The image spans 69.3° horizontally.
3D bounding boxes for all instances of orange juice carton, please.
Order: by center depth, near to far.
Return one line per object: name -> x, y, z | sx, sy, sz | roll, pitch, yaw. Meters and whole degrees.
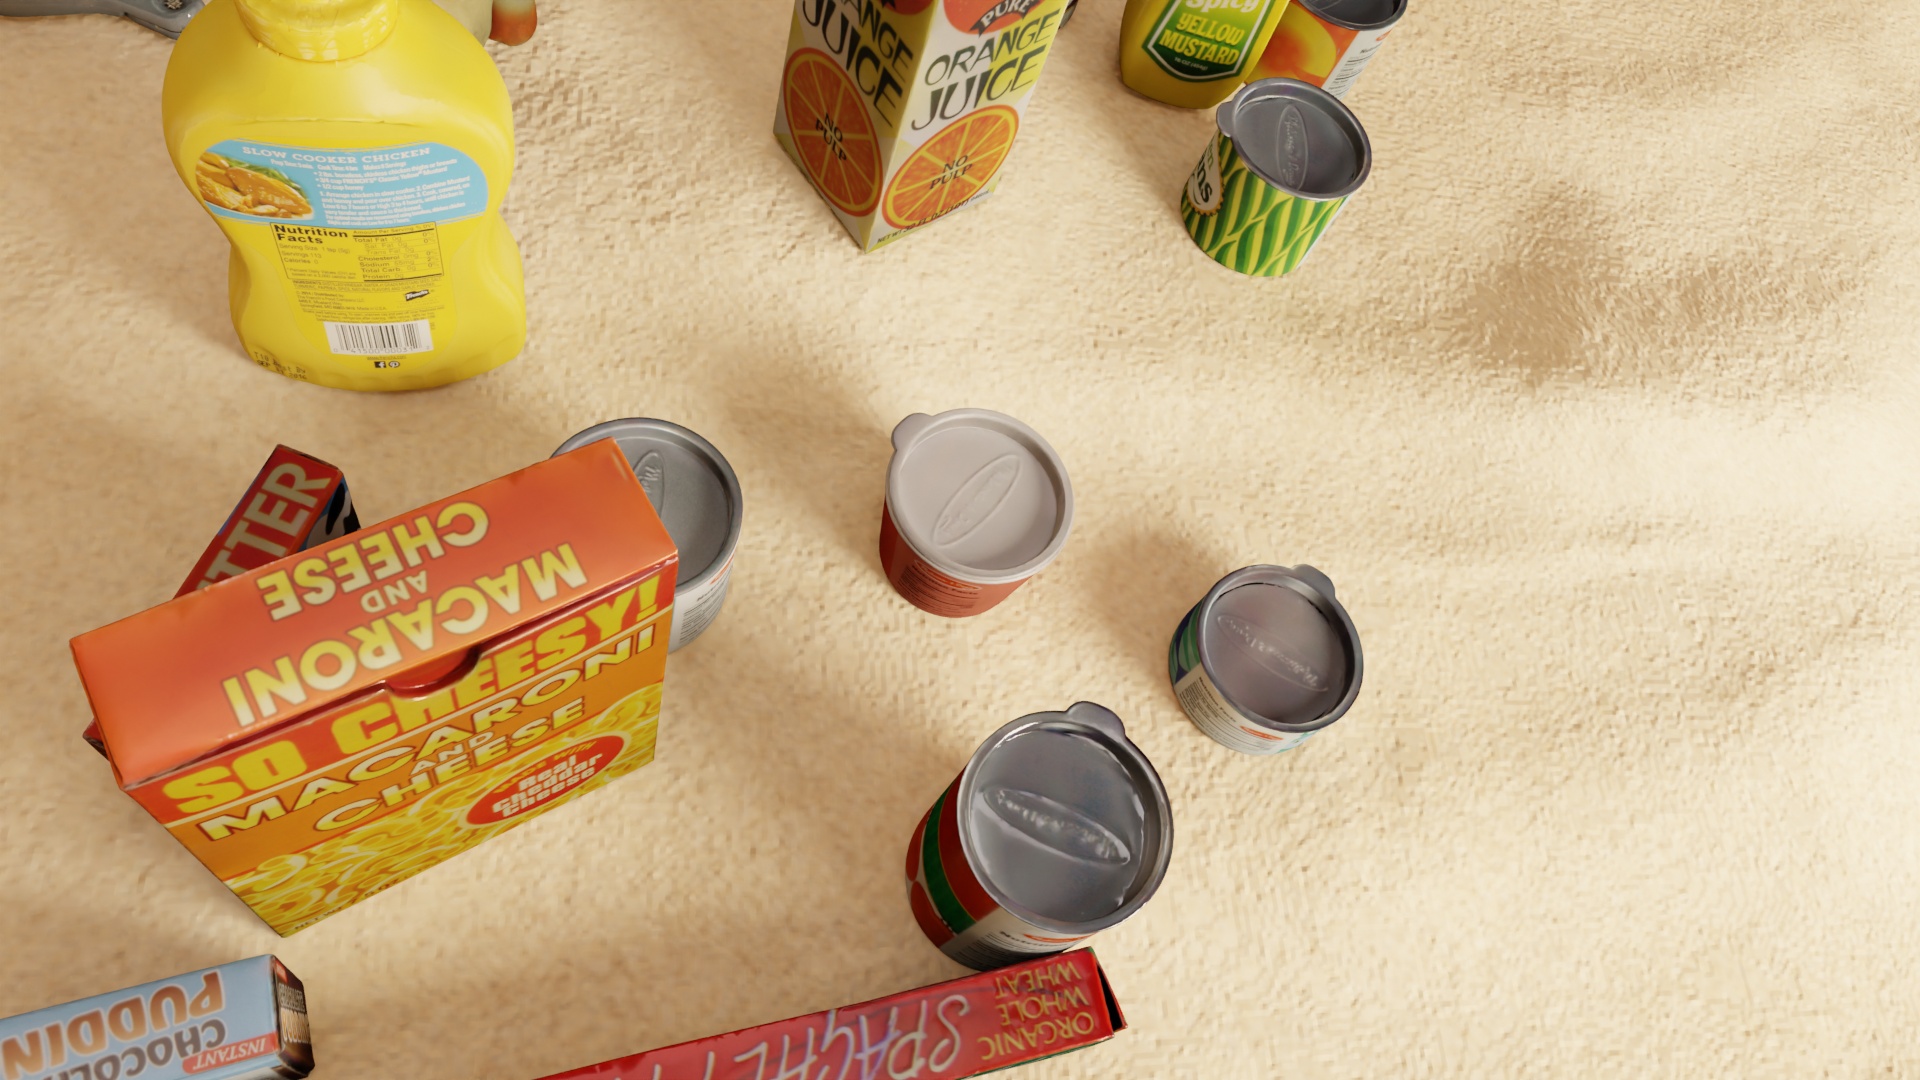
orange juice carton -> -0.011, -0.202, 0.518 | 0.072, 0.191, 0.073 | -30, 76, -25

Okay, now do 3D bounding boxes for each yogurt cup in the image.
yogurt cup -> 0.002, -0.006, 0.504 | 0.072, 0.053, 0.072 | 6, 63, -12

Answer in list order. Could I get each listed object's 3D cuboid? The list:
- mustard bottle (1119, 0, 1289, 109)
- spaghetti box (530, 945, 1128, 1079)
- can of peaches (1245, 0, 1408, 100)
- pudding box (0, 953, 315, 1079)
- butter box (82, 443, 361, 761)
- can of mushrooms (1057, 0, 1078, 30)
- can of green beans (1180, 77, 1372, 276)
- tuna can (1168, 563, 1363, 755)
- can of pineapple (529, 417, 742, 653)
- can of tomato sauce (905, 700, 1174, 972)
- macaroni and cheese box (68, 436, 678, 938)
mustard bottle -> 0.118, -0.256, 0.597 | 0.065, 0.159, 0.049 | 11, 63, -10
spaghetti box -> -0.075, 0.162, 0.404 | 0.251, 0.050, 0.029 | -8, 67, -18
can of peaches -> 0.168, -0.251, 0.666 | 0.071, 0.057, 0.071 | 6, 63, -12
pudding box -> -0.225, 0.140, 0.374 | 0.084, 0.049, 0.030 | -11, 68, -19
butter box -> -0.222, 0.026, 0.429 | 0.024, 0.053, 0.104 | 22, 61, -4
can of mushrooms -> 0.028, -0.274, 0.654 | 0.071, 0.033, 0.071 | 6, 63, -12
can of green beans -> 0.138, -0.159, 0.613 | 0.071, 0.057, 0.071 | 6, 63, -12
tuna can -> 0.115, 0.043, 0.522 | 0.071, 0.032, 0.071 | 6, 63, -12
can of pineapple -> -0.111, 0.000, 0.469 | 0.071, 0.057, 0.071 | 6, 63, -12
can of tomato sauce -> 0.022, 0.097, 0.443 | 0.071, 0.082, 0.071 | 6, 64, -12
macaroni and cheese box -> -0.142, 0.048, 0.375 | 0.124, 0.165, 0.040 | -25, 73, -24
